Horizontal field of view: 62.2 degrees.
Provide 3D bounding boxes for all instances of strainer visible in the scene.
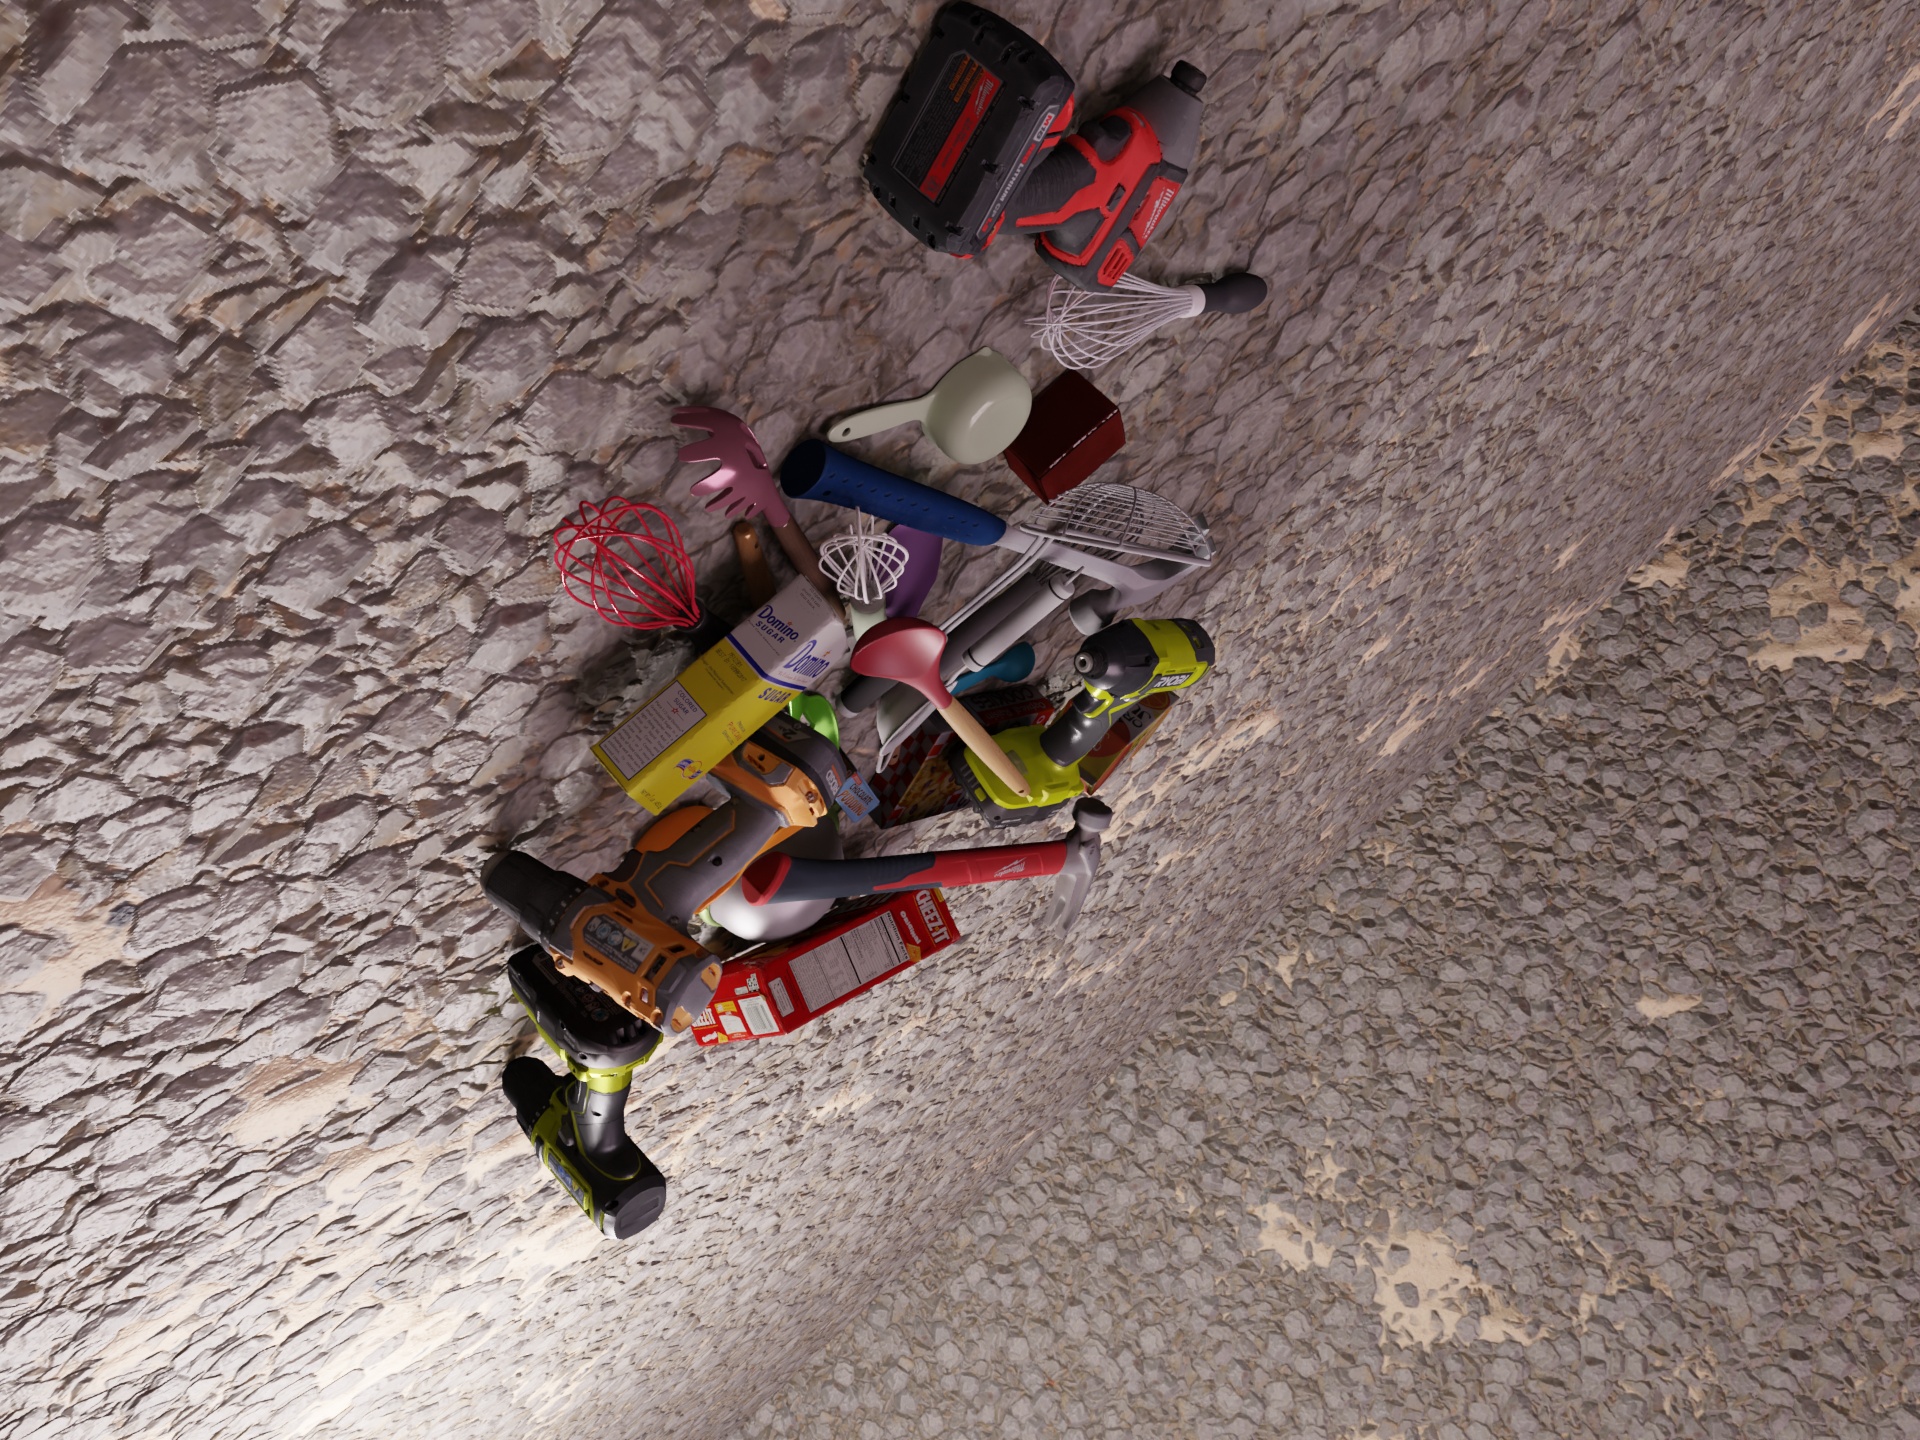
[{"bbox_3d":[0.005,-0.046,1.242,0.258,0.050,0.087,-39,179,31],"label":"strainer"},{"bbox_3d":[-0.186,0.158,1.355,0.256,0.069,0.151,-19,148,-46],"label":"strainer"}]

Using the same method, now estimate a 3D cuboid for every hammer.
[{"bbox_3d":[0.034,-0.137,1.143,0.144,0.035,0.405,-30,155,32],"label":"hammer"},{"bbox_3d":[-0.027,0.146,1.417,0.386,0.038,0.143,-1,118,-40],"label":"hammer"}]

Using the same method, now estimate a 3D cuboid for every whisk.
[{"bbox_3d":[0.064,-0.112,1.319,0.239,0.055,0.055,-39,157,1],"label":"whisk"},{"bbox_3d":[-0.178,-0.072,0.993,0.073,0.073,0.295,-42,164,-2],"label":"whisk"},{"bbox_3d":[0.144,-0.293,1.122,0.284,0.070,0.070,-23,151,-47],"label":"whisk"},{"bbox_3d":[-0.065,-0.089,1.097,0.058,0.059,0.246,-5,169,-3],"label":"whisk"}]

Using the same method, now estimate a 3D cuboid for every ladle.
[{"bbox_3d":[-0.002,-0.004,1.203,0.069,0.031,0.315,-22,149,12],"label":"ladle"}]

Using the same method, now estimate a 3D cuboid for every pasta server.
[{"bbox_3d":[-0.118,-0.118,1.019,0.040,0.060,0.316,-15,163,3],"label":"pasta server"}]

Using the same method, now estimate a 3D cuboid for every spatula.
[{"bbox_3d":[-0.049,-0.055,1.271,0.060,0.018,0.315,-22,150,-19],"label":"spatula"}]

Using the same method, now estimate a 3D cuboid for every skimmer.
[{"bbox_3d":[0.024,-0.063,1.141,0.127,0.090,0.363,3,152,-41],"label":"skimmer"}]

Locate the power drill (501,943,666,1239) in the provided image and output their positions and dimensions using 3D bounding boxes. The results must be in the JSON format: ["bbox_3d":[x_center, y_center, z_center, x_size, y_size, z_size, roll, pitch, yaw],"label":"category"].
[{"bbox_3d":[-0.307,0.279,1.268,0.080,0.191,0.228,-23,136,-38],"label":"power drill"}]

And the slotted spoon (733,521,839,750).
[{"bbox_3d":[-0.127,-0.044,1.149,0.313,0.031,0.070,82,27,-59],"label":"slotted spoon"}]

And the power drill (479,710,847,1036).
[{"bbox_3d":[-0.208,0.081,1.108,0.226,0.185,0.084,-56,161,-18],"label":"power drill"}]

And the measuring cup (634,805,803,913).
[{"bbox_3d":[-0.184,0.090,1.266,0.173,0.052,0.095,-31,154,-30],"label":"measuring cup"}]

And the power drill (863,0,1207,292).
[{"bbox_3d":[0.058,-0.324,0.906,0.219,0.079,0.143,-12,143,-55],"label":"power drill"}]

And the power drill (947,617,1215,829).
[{"bbox_3d":[0.098,-0.003,1.367,0.171,0.080,0.223,-8,148,-52],"label":"power drill"}]

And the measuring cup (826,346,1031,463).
[{"bbox_3d":[-0.017,-0.195,1.050,0.167,0.038,0.083,-24,151,-41],"label":"measuring cup"}]

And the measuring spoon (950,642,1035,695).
[{"bbox_3d":[0.022,-0.034,1.414,0.128,0.021,0.042,-26,152,-37],"label":"measuring spoon"}]
